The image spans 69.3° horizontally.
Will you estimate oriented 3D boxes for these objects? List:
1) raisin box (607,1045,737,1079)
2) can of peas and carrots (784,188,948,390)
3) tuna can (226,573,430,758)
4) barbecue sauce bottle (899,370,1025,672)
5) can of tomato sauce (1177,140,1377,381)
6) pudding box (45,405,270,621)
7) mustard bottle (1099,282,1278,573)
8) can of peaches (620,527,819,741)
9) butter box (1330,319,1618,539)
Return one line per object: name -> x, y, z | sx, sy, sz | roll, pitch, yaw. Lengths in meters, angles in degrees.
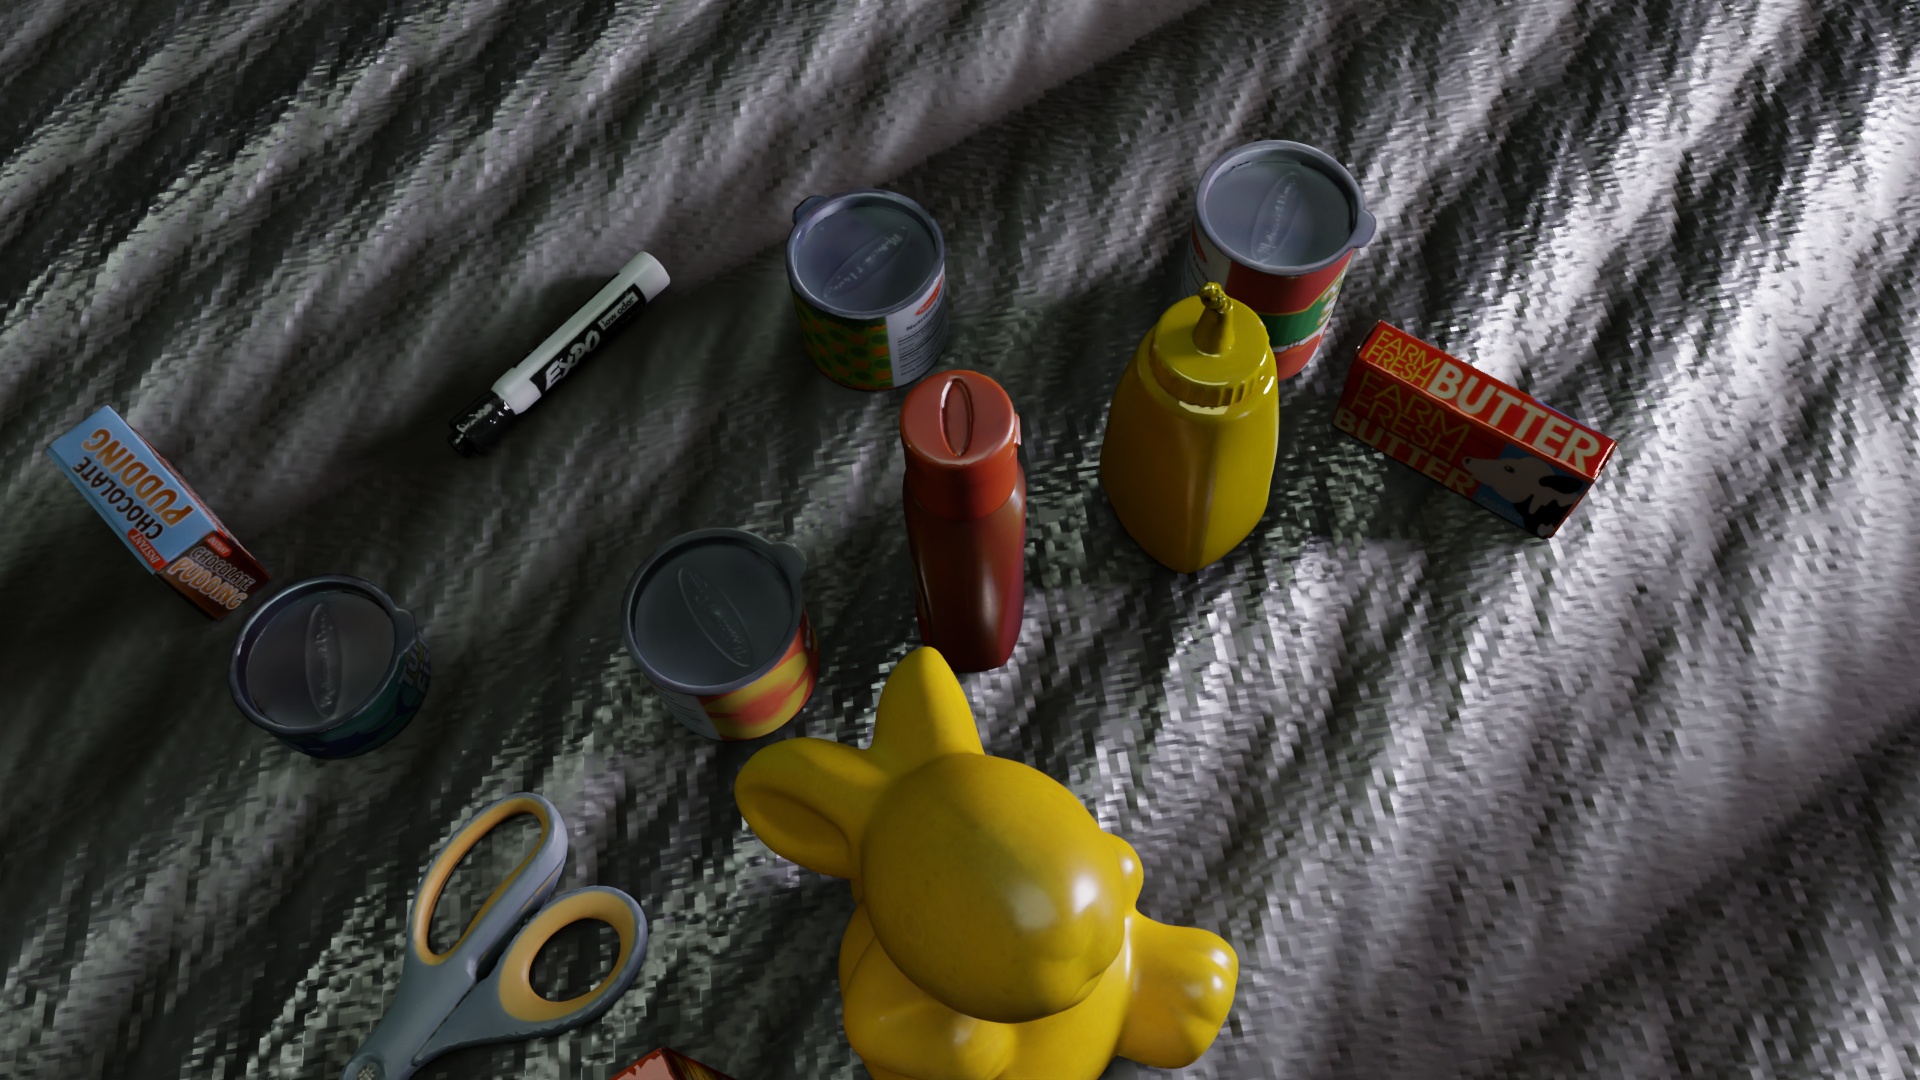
raisin box -> -0.104, 0.195, 0.412 | 0.086, 0.123, 0.040 | -29, 67, -12
can of peas and carrots -> -0.041, -0.108, 0.596 | 0.071, 0.058, 0.071 | -1, 64, 1
tuna can -> -0.241, 0.048, 0.539 | 0.071, 0.032, 0.071 | -1, 64, 1
barbecue sauce bottle -> 0.002, -0.006, 0.495 | 0.044, 0.148, 0.065 | -2, 64, 1
can of tomato sauce -> 0.129, -0.113, 0.581 | 0.071, 0.082, 0.071 | -1, 64, 1
pudding box -> -0.324, -0.011, 0.561 | 0.084, 0.049, 0.030 | 41, 72, 19
mustard bottle -> 0.086, -0.044, 0.505 | 0.049, 0.159, 0.065 | -36, 68, -14
can of peaches -> -0.087, 0.036, 0.527 | 0.071, 0.057, 0.071 | -1, 64, 1
butter box -> 0.204, -0.044, 0.561 | 0.103, 0.053, 0.024 | 32, 69, 16
